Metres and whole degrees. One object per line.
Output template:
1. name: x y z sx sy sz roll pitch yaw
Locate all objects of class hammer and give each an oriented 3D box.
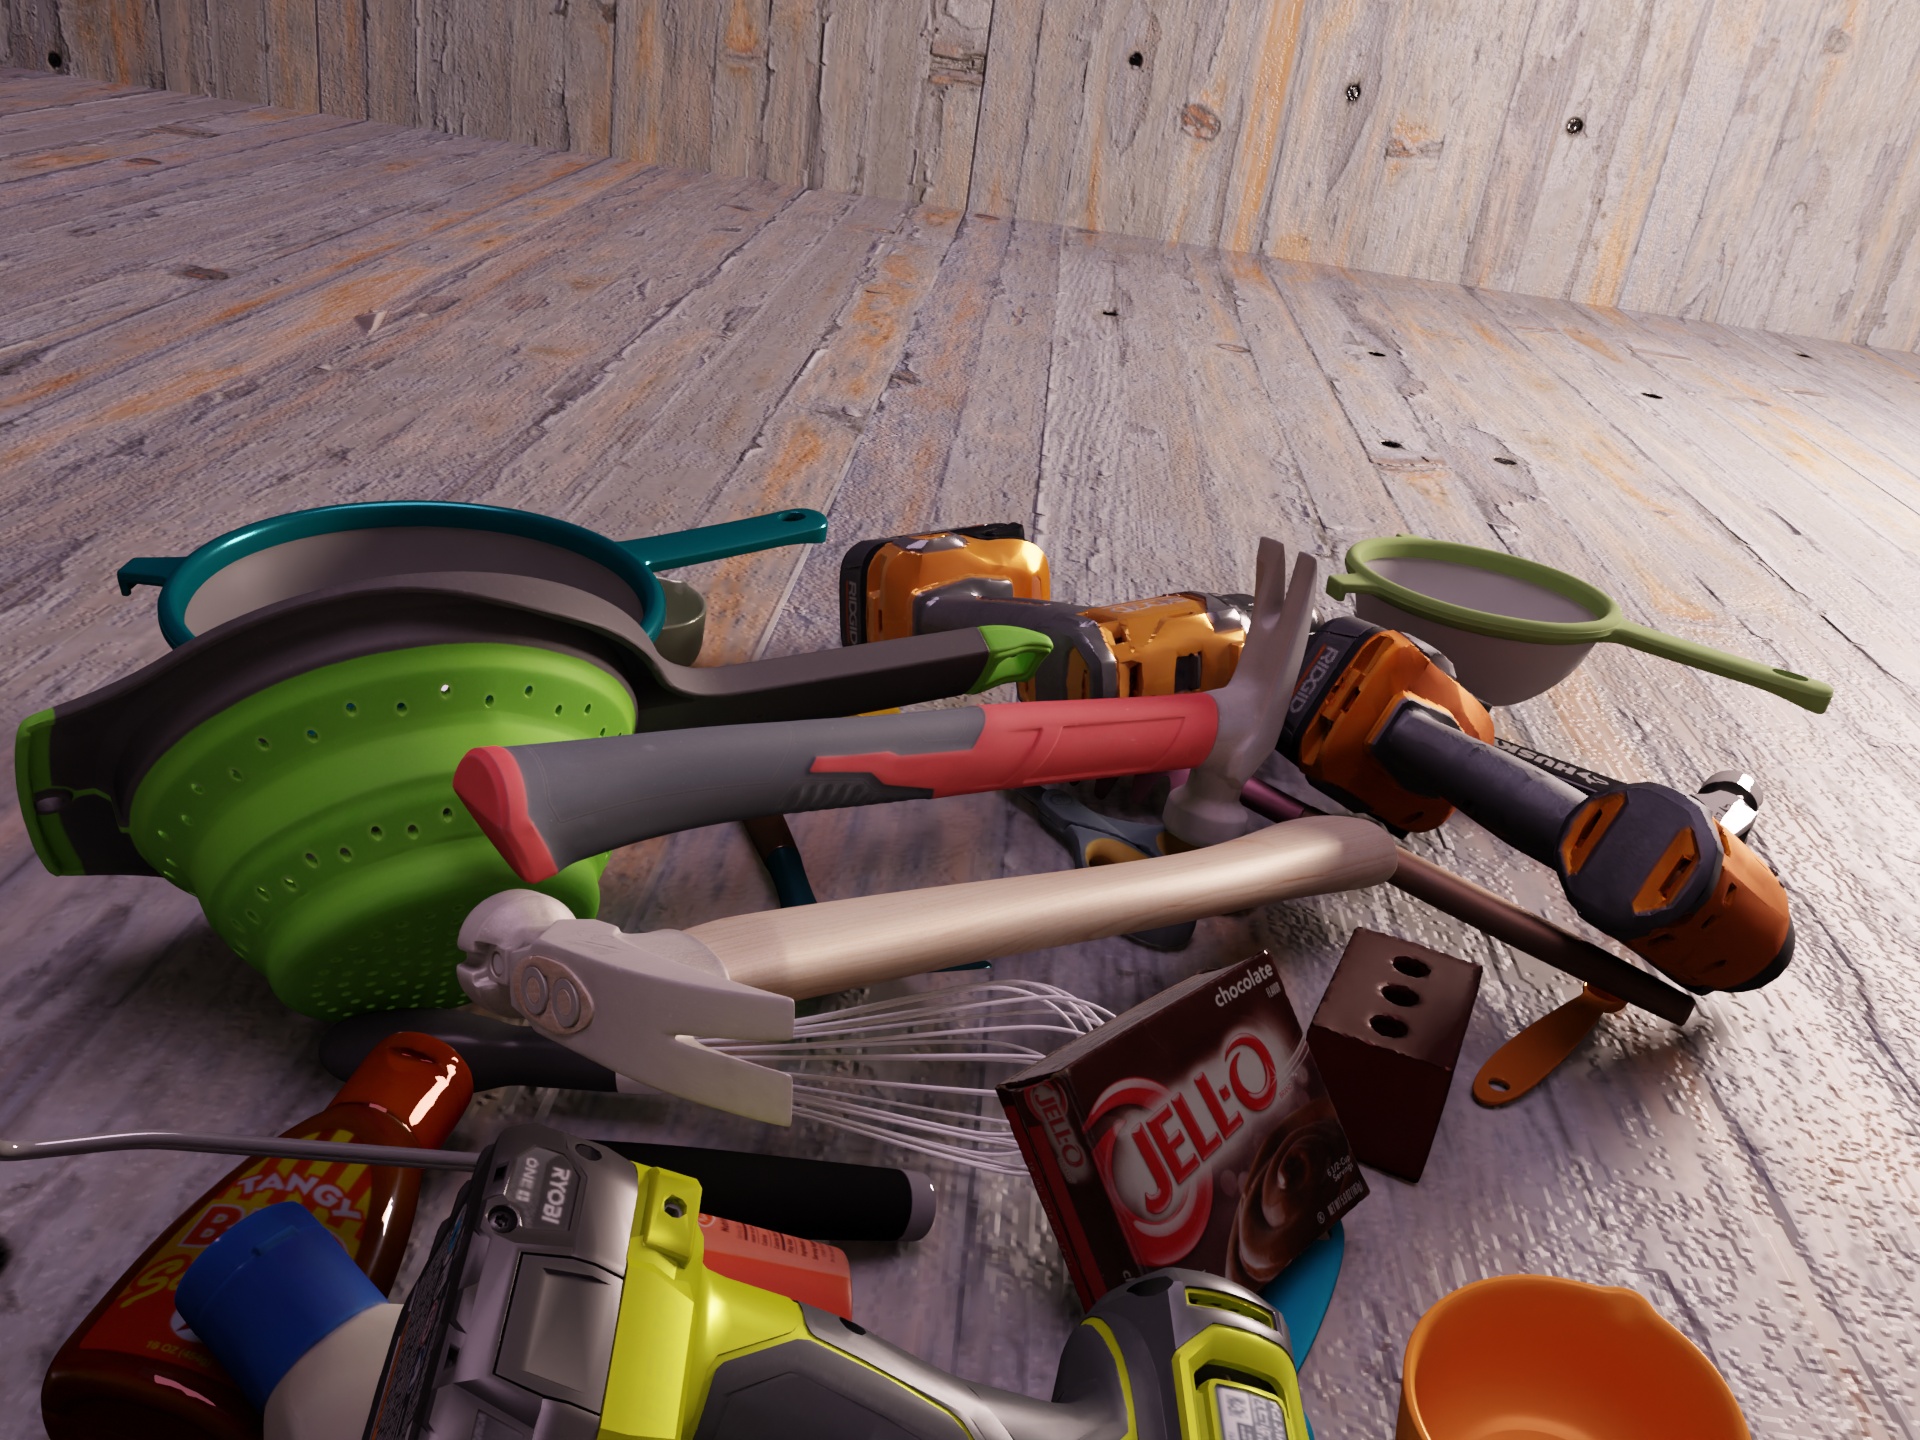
1. hammer: 0.044 0.069 0.569 0.410 0.038 0.146 -3 8 -44
2. hammer: -0.001 -0.002 0.605 0.386 0.143 0.038 -4 25 -42
3. hammer: 0.258 0.008 0.882 0.335 0.035 0.146 24 29 29

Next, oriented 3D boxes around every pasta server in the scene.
1. pasta server: 0.183 0.065 0.746 0.316 0.040 0.060 28 32 31

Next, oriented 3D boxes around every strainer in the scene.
1. strainer: -0.198 -0.035 0.763 0.211 0.095 0.340 30 33 35
2. strainer: 0.328 -0.031 0.868 0.256 0.069 0.151 22 25 24

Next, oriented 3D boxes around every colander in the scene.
1. colander: -0.122 0.031 0.601 0.397 0.204 0.095 -10 63 -29

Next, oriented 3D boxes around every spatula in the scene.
1. spatula: -0.082 0.040 0.708 0.082 0.044 0.318 2 25 -24

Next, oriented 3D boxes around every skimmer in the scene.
1. skimmer: -0.162 0.088 0.436 0.363 0.090 0.127 15 -21 -29

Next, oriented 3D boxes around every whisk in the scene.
1. whisk: -0.076 0.117 0.547 0.284 0.070 0.070 3 26 -1

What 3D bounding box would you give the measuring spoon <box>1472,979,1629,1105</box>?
1. measuring spoon: 0.244 0.134 0.657 0.117 0.011 0.021 -22 36 -40

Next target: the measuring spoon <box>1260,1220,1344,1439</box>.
1. measuring spoon: 0.101 0.185 0.492 0.042 0.021 0.128 18 29 19

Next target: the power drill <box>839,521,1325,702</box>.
1. power drill: 0.064 -0.052 0.850 0.185 0.084 0.226 -13 21 -36

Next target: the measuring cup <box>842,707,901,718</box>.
1. measuring cup: -0.093 -0.001 0.764 0.062 0.029 0.156 33 21 37

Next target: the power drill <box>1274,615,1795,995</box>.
1. power drill: 0.263 0.045 0.721 0.164 0.084 0.227 29 6 -42

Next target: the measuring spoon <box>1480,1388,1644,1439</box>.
1. measuring spoon: 0.211 0.225 0.462 0.124 0.018 0.034 16 40 30

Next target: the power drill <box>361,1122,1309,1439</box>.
1. power drill: -0.014 0.185 0.339 0.223 0.080 0.171 22 35 -17

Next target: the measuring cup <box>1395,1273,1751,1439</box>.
1. measuring cup: 0.196 0.216 0.412 0.174 0.052 0.095 22 37 32

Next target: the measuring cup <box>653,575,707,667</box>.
1. measuring cup: -0.215 -0.063 0.882 0.168 0.038 0.083 19 28 25
